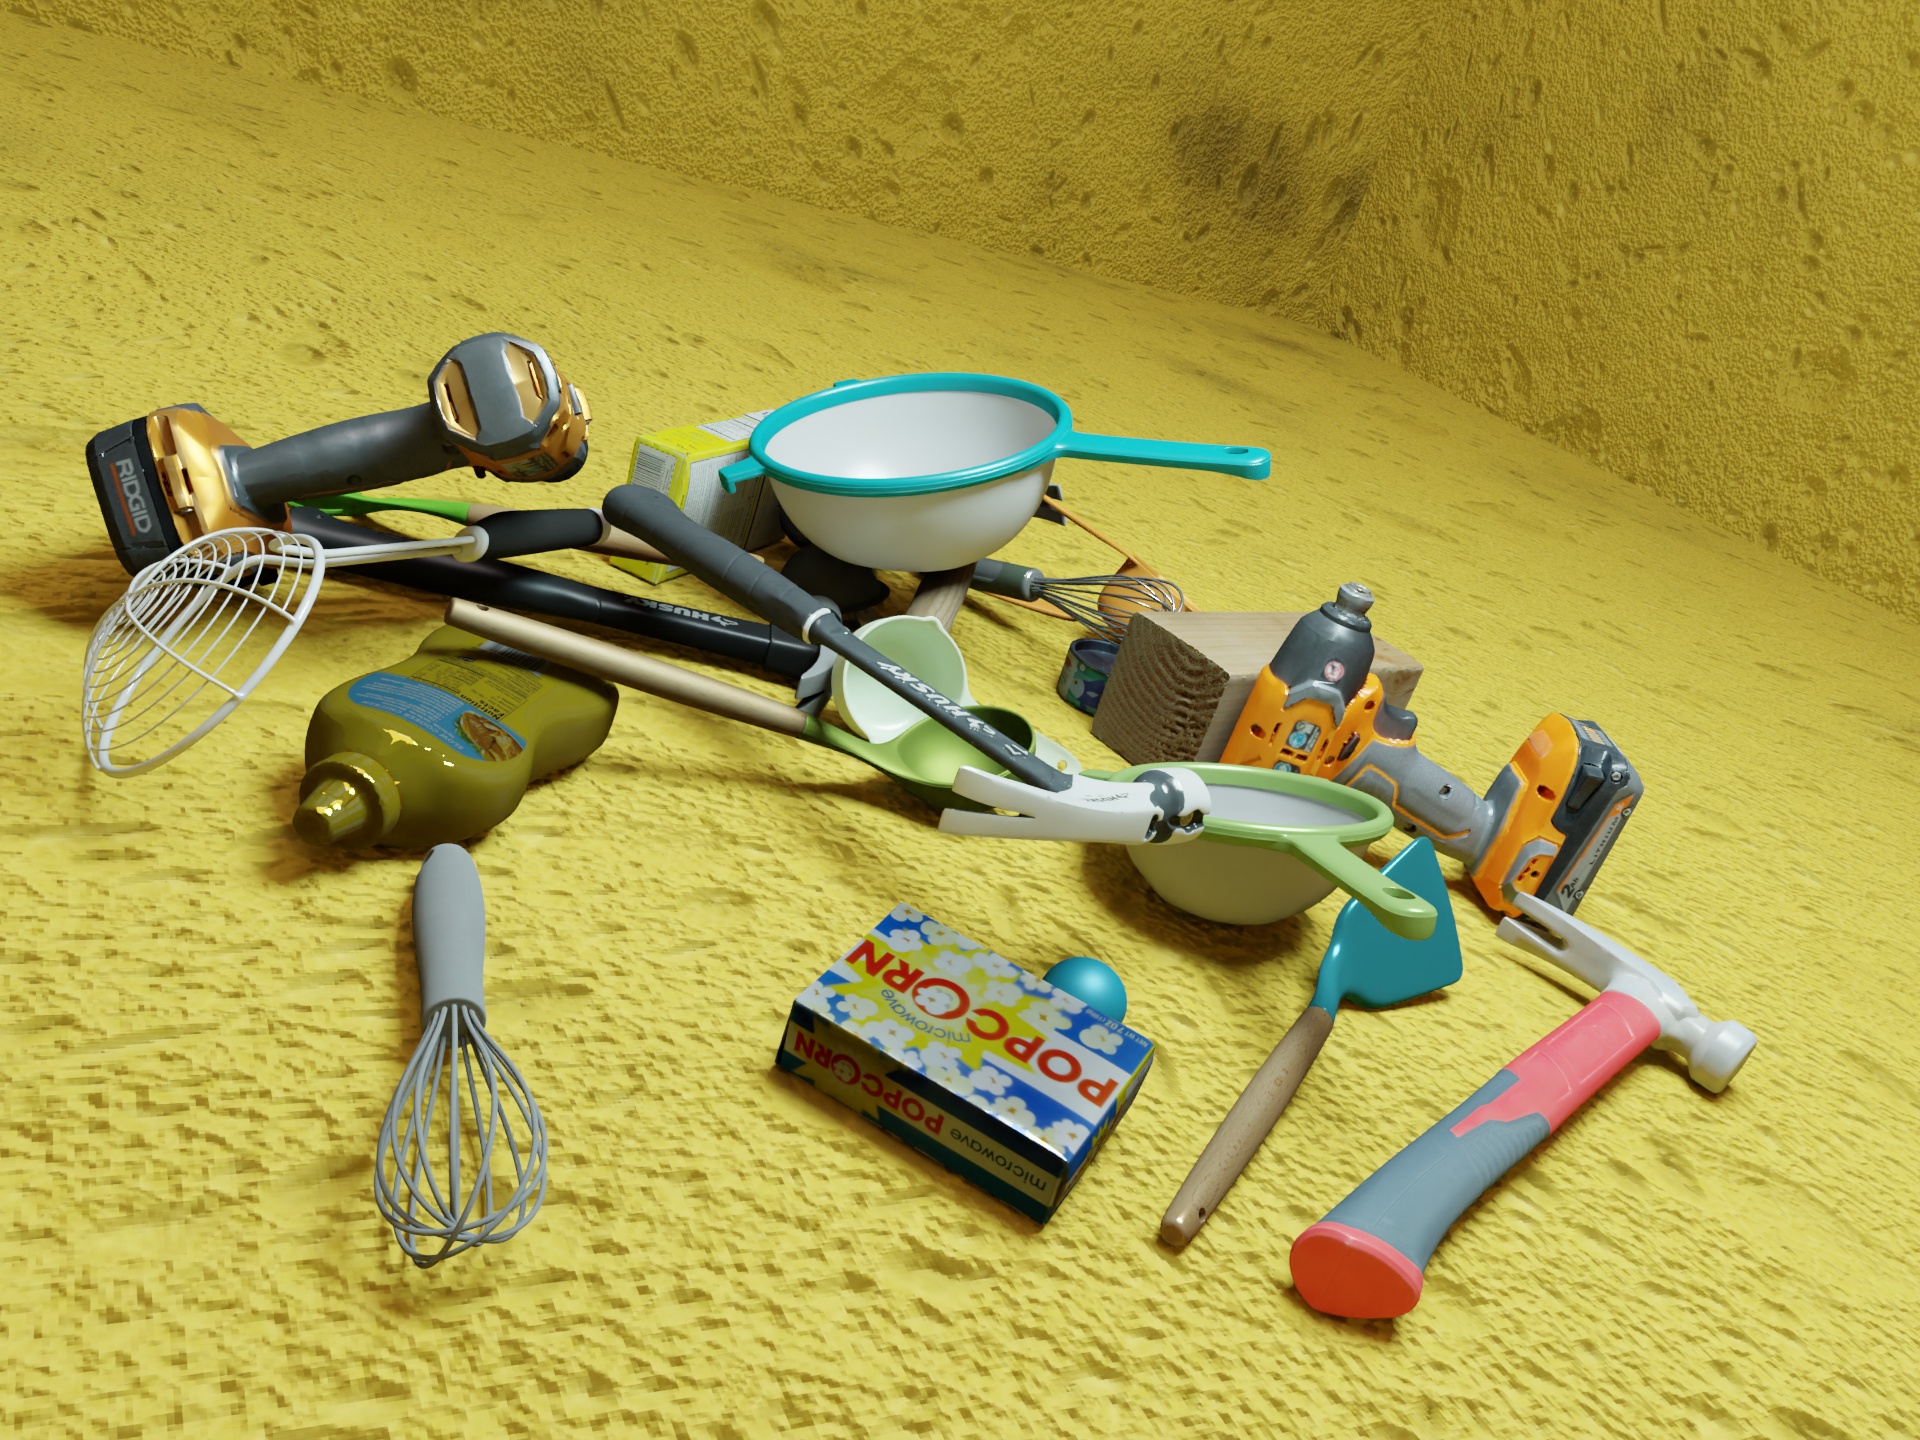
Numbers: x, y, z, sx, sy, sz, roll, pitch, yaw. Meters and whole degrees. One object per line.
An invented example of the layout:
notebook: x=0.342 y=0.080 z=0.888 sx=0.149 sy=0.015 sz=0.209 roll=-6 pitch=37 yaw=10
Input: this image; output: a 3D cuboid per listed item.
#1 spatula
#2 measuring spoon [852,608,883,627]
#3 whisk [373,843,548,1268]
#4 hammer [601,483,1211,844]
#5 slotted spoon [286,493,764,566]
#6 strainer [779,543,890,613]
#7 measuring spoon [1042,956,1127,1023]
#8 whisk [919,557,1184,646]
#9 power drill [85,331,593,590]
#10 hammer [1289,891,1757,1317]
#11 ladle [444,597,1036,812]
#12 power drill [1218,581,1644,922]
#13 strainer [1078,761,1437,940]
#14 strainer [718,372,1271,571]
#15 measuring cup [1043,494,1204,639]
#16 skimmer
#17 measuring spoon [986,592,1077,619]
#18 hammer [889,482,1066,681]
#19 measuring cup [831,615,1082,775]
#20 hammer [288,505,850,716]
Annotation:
spatula: x=0.165 y=0.146 z=0.726 sx=0.044 sy=0.082 sz=0.317 roll=-10 pitch=11 yaw=33
measuring spoon: x=-0.058 y=-0.054 z=1.059 sx=0.034 sy=0.018 sz=0.124 roll=13 pitch=17 yaw=-18
whisk: x=-0.182 y=0.105 z=0.571 sx=0.055 sy=0.055 sz=0.239 roll=8 pitch=22 yaw=-23
hammer: x=-0.067 y=-0.040 z=0.818 sx=0.149 sy=0.036 sz=0.409 roll=0 pitch=25 yaw=-47
slotted spoon: x=-0.277 y=-0.121 z=0.979 sx=0.313 sy=0.031 sz=0.070 roll=10 pitch=4 yaw=-3
strainer: x=-0.075 y=-0.116 z=1.149 sx=0.087 sy=0.050 sz=0.258 roll=8 pitch=18 yaw=12
measuring spoon: x=0.028 y=0.126 z=0.704 sx=0.128 sy=0.021 sz=0.042 roll=-7 pitch=34 yaw=-45
whisk: x=0.058 y=-0.095 z=1.136 sx=0.246 sy=0.058 sz=0.059 roll=17 pitch=-22 yaw=41
power drill: x=-0.305 y=-0.135 z=0.836 sx=0.226 sy=0.084 sz=0.185 roll=-17 pitch=2 yaw=-4
hammer: x=0.248 y=0.170 z=0.741 sx=0.143 sy=0.038 sz=0.386 roll=36 pitch=29 yaw=31
ladle: x=-0.100 y=-0.016 z=0.810 sx=0.320 sy=0.062 sz=0.078 roll=19 pitch=20 yaw=-29
power drill: x=0.279 y=0.019 z=0.948 sx=0.226 sy=0.164 sz=0.084 roll=18 pitch=23 yaw=-5
strainer: x=0.162 y=0.081 z=0.796 sx=0.151 sy=0.069 sz=0.256 roll=2 pitch=12 yaw=-15
strainer: x=0.030 y=-0.146 z=1.033 sx=0.340 sy=0.095 sz=0.211 roll=8 pitch=32 yaw=19
measuring cup: x=0.111 y=-0.098 z=1.159 sx=0.173 sy=0.052 sz=0.095 roll=34 pitch=13 yaw=-21
skimmer: x=-0.272 y=-0.056 z=0.790 sx=0.090 sy=0.127 sz=0.363 roll=66 pitch=24 yaw=-2
measuring spoon: x=0.037 y=-0.100 z=1.226 sx=0.117 sy=0.011 sz=0.021 roll=18 pitch=23 yaw=0
hammer: x=-0.003 y=-0.105 z=1.096 sx=0.130 sy=0.031 sz=0.331 roll=-7 pitch=25 yaw=13
measuring cup: x=-0.001 y=-0.003 z=0.937 sx=0.167 sy=0.083 sz=0.038 roll=28 pitch=-9 yaw=-24
hammer: x=-0.229 y=-0.069 z=0.933 sx=0.334 sy=0.035 sz=0.146 roll=13 pitch=23 yaw=-12
